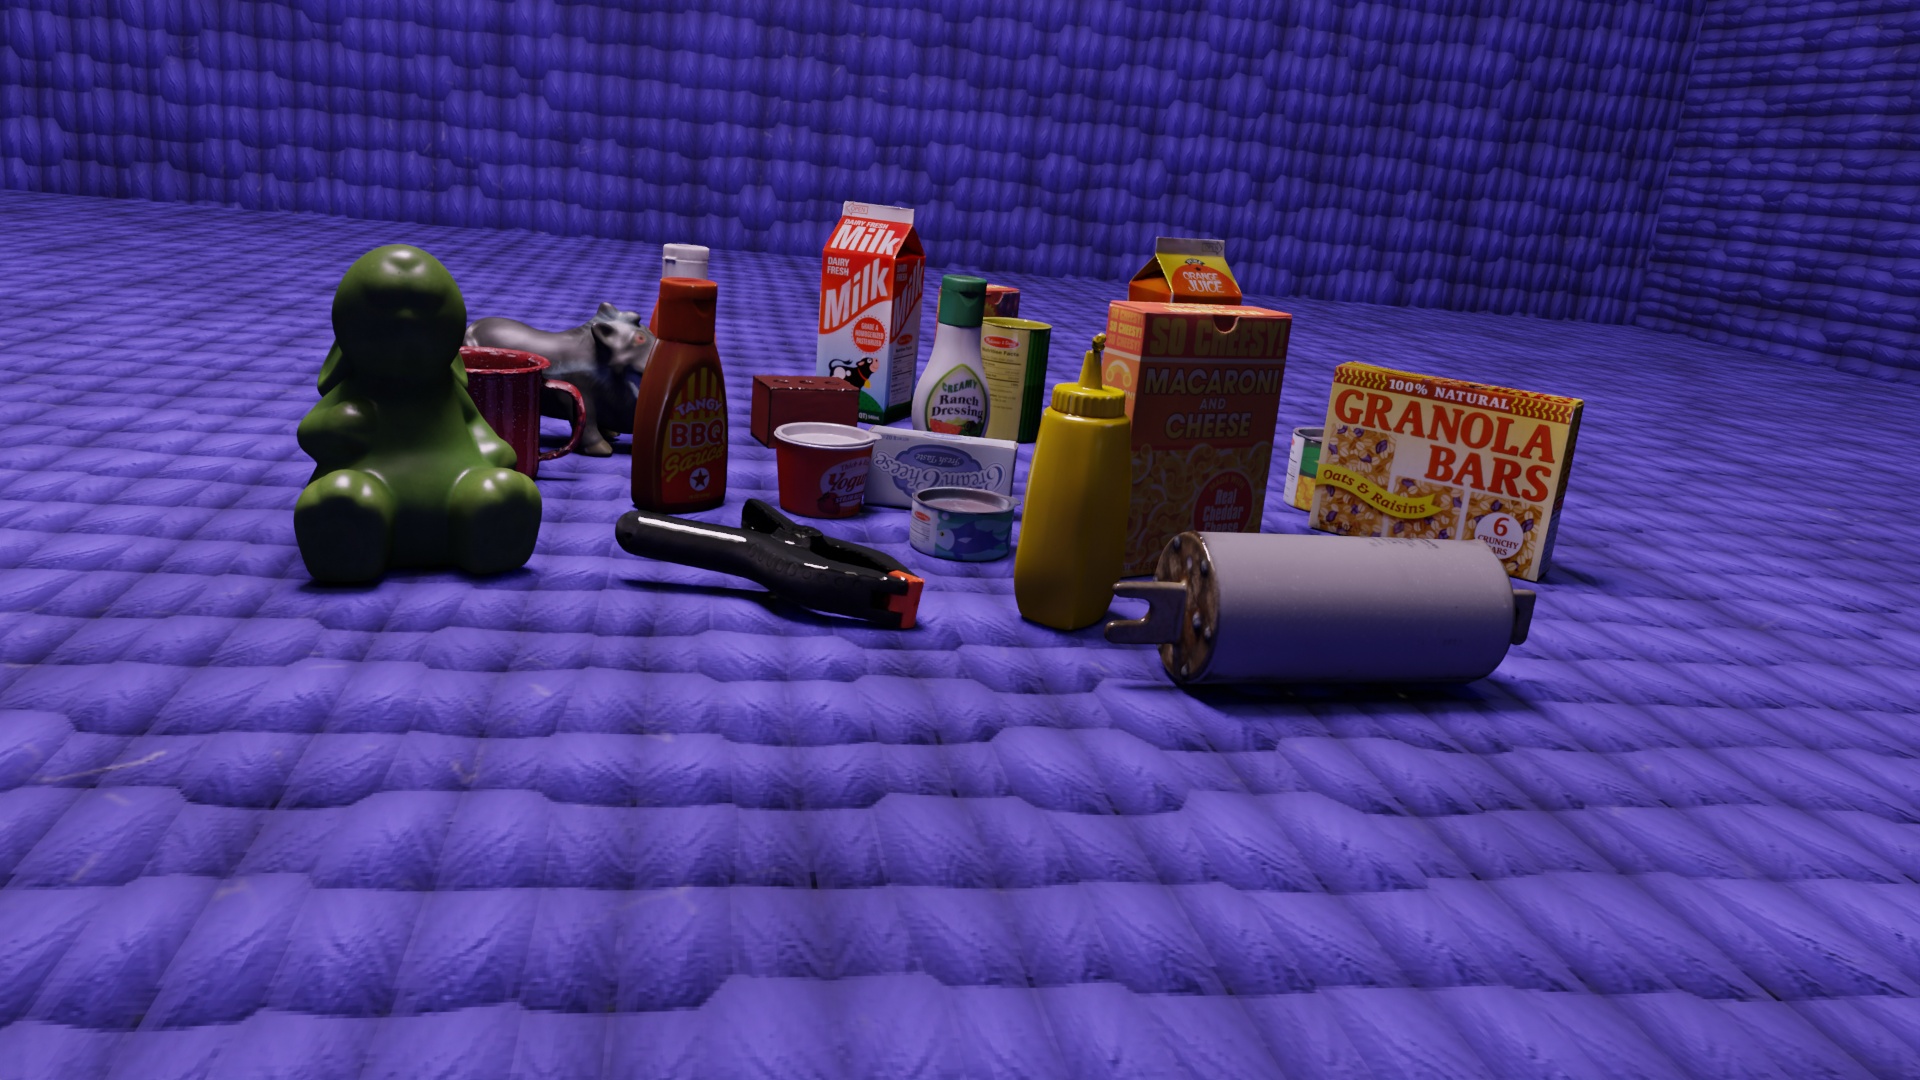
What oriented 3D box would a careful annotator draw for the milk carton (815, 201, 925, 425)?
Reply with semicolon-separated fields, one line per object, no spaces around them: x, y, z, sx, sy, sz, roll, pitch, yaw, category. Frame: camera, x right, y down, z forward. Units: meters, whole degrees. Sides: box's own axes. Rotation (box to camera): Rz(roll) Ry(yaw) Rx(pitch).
-0.081;-0.207;1.258;0.072;0.190;0.074;11;16;19;milk carton

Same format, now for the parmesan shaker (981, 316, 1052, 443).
0.041;-0.144;1.241;0.071;0.102;0.071;5;15;-1;parmesan shaker

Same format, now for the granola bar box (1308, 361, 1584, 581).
0.341;-0.052;0.984;0.165;0.123;0.039;16;18;33;granola bar box

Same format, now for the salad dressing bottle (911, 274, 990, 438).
-0.004;-0.140;1.127;0.064;0.147;0.044;1;16;-17;salad dressing bottle

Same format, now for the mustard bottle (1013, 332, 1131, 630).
0.065;-0.034;0.754;0.049;0.159;0.065;14;17;29;mustard bottle

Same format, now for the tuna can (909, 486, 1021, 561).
0.003;-0.011;0.886;0.071;0.032;0.071;5;16;-1;tuna can

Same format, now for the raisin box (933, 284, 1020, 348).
0.013;-0.178;1.315;0.040;0.123;0.086;16;18;33;raisin box

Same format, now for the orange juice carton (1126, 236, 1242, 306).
0.185;-0.162;1.192;0.072;0.192;0.073;-1;17;-25;orange juice carton

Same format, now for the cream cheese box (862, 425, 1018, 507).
-0.014;-0.047;0.969;0.104;0.053;0.024;7;15;3;cream cheese box

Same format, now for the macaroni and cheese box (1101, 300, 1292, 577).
0.143;-0.064;0.878;0.124;0.166;0.040;-4;18;-33;macaroni and cheese box

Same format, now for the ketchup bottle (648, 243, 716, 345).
-0.228;-0.166;1.138;0.065;0.148;0.044;14;17;28;ketchup bottle

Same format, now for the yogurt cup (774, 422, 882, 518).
-0.093;-0.047;0.940;0.072;0.053;0.072;5;15;-1;yogurt cup

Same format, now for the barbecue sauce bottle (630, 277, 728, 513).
-0.180;-0.095;0.902;0.044;0.148;0.065;19;20;39;barbecue sauce bottle

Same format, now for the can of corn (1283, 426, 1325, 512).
0.294;-0.054;1.096;0.071;0.058;0.071;5;15;-1;can of corn
